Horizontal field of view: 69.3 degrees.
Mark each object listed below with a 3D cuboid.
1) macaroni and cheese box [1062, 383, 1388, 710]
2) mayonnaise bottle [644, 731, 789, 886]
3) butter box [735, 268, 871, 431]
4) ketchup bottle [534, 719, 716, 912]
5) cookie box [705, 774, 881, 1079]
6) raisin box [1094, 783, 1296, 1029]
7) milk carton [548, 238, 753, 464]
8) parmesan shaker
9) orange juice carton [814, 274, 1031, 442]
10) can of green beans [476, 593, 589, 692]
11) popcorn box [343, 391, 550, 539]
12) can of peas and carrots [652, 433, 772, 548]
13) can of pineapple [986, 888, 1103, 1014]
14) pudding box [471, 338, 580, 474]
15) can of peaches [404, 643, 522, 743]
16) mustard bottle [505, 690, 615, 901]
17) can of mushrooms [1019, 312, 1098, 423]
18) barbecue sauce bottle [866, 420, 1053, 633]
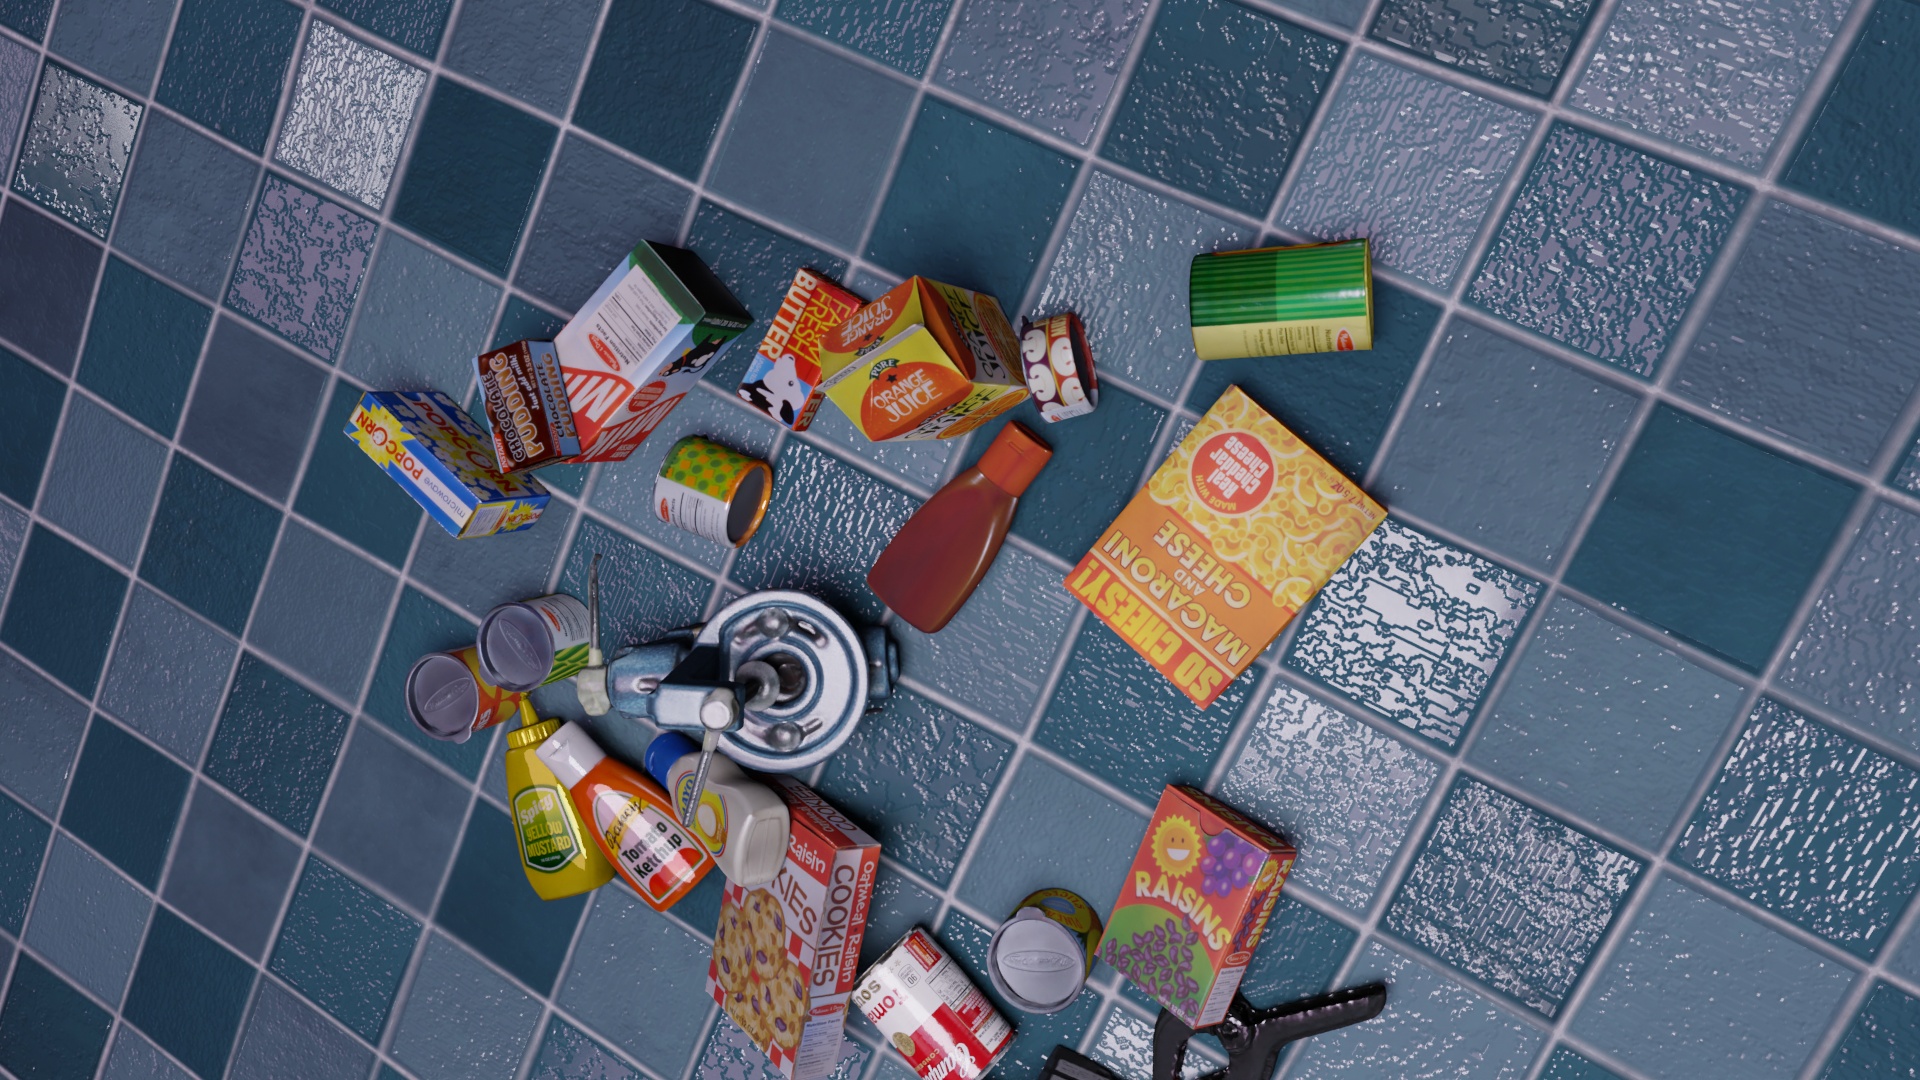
[{"bbox_3d":[0.165,0.004,0.874,0.124,0.040,0.166,42,105,10],"label":"macaroni and cheese box"},{"bbox_3d":[-0.171,0.179,0.962,0.148,0.041,0.064,27,111,48],"label":"mayonnaise bottle"},{"bbox_3d":[-0.109,-0.132,0.961,0.053,0.024,0.103,33,103,14],"label":"butter box"},{"bbox_3d":[-0.244,0.195,1.006,0.065,0.043,0.149,-43,92,-3],"label":"ketchup bottle"},{"bbox_3d":[-0.118,0.262,0.956,0.123,0.040,0.167,22,103,50],"label":"cookie box"},{"bbox_3d":[0.147,0.229,0.878,0.086,0.040,0.123,29,100,43],"label":"raisin box"},{"bbox_3d":[-0.245,-0.117,0.982,0.190,0.072,0.073,-44,80,16],"label":"milk carton"},{"bbox_3d":[0.194,-0.146,0.836,0.103,0.071,0.071,-1,94,19],"label":"parmesan shaker"},{"bbox_3d":[-0.021,-0.108,0.845,0.071,0.193,0.073,-29,85,19],"label":"orange juice carton"},{"bbox_3d":[-0.312,0.074,1.027,0.071,0.058,0.071,2,95,18],"label":"can of green beans"},{"bbox_3d":[-0.376,-0.057,1.023,0.127,0.085,0.038,41,106,11],"label":"popcorn box"},{"bbox_3d":[-0.171,-0.036,0.969,0.059,0.071,0.070,21,101,15],"label":"can of peas and carrots"},{"bbox_3d":[0.058,0.269,0.921,0.071,0.058,0.071,2,95,18],"label":"can of pineapple"},{"bbox_3d":[-0.296,-0.091,0.946,0.049,0.030,0.083,-14,89,21],"label":"pudding box"},{"bbox_3d":[-0.373,0.115,1.050,0.071,0.058,0.071,2,95,17],"label":"can of peaches"},{"bbox_3d":[-0.307,0.186,1.038,0.065,0.049,0.160,-18,89,14],"label":"mustard bottle"},{"bbox_3d":[0.063,-0.112,0.884,0.033,0.071,0.071,-12,91,18],"label":"can of mushrooms"},{"bbox_3d":[0.003,-0.012,0.924,0.065,0.044,0.148,40,104,11],"label":"barbecue sauce bottle"}]
